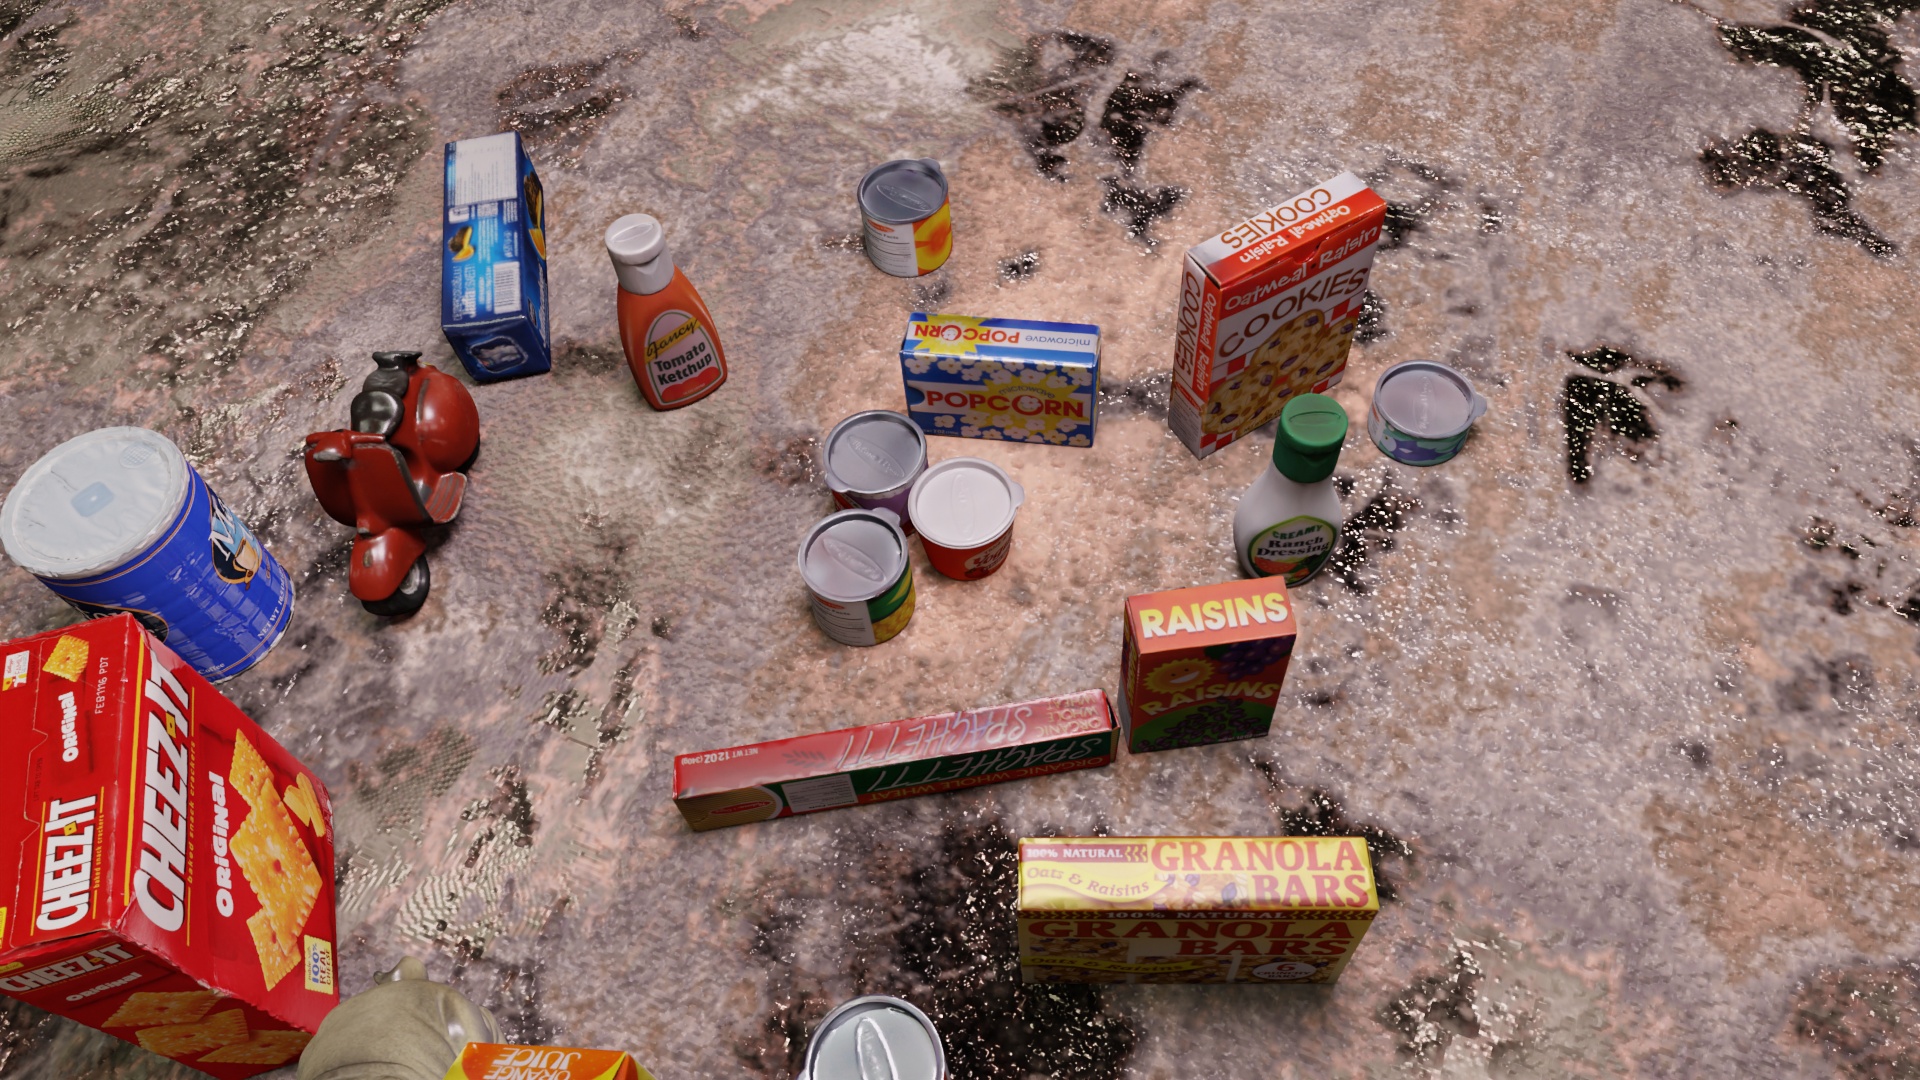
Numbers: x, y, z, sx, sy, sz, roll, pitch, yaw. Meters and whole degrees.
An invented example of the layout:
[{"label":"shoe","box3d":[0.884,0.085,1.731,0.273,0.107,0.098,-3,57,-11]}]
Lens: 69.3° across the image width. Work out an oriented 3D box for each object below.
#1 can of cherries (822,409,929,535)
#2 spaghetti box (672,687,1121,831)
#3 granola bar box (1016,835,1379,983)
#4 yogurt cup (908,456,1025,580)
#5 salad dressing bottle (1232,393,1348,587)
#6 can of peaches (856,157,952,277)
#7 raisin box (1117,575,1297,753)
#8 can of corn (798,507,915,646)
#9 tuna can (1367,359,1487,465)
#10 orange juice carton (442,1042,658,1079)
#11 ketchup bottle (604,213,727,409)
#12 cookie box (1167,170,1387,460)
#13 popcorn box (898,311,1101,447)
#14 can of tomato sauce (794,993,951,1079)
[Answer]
[{"label":"can of cherries","box3d":[-0.054,-0.040,0.895,0.071,0.058,0.072,-2,57,3]},{"label":"spaghetti box","box3d":[-0.035,0.125,0.790,0.250,0.050,0.029,-9,57,-2]},{"label":"granola bar box","box3d":[0.112,0.186,0.695,0.166,0.123,0.039,-1,57,3]},{"label":"yogurt cup","box3d":[0.003,-0.011,0.875,0.072,0.053,0.073,-2,57,3]},{"label":"salad dressing bottle","box3d":[0.196,-0.027,0.816,0.064,0.147,0.044,-5,57,1]},{"label":"can of peaches","box3d":[-0.038,-0.239,1.025,0.071,0.057,0.071,-2,57,3]},{"label":"raisin box","box3d":[0.134,0.071,0.771,0.086,0.122,0.040,-7,57,0]},{"label":"can of corn","box3d":[-0.061,0.022,0.855,0.071,0.058,0.071,-2,57,3]},{"label":"tuna can","box3d":[0.306,-0.084,0.914,0.071,0.032,0.071,-2,57,3]},{"label":"orange juice carton","box3d":[-0.176,0.274,0.617,0.072,0.191,0.073,2,57,5]},{"label":"ketchup bottle","box3d":[-0.200,-0.152,0.925,0.065,0.148,0.044,-28,59,-13]},{"label":"cookie box","box3d":[0.196,-0.138,0.877,0.123,0.166,0.040,-28,60,-14]},{"label":"popcorn box","box3d":[0.028,-0.105,0.916,0.127,0.084,0.038,5,58,7]},{"label":"can of tomato sauce","box3d":[-0.040,0.267,0.678,0.071,0.082,0.071,-2,57,3]}]
